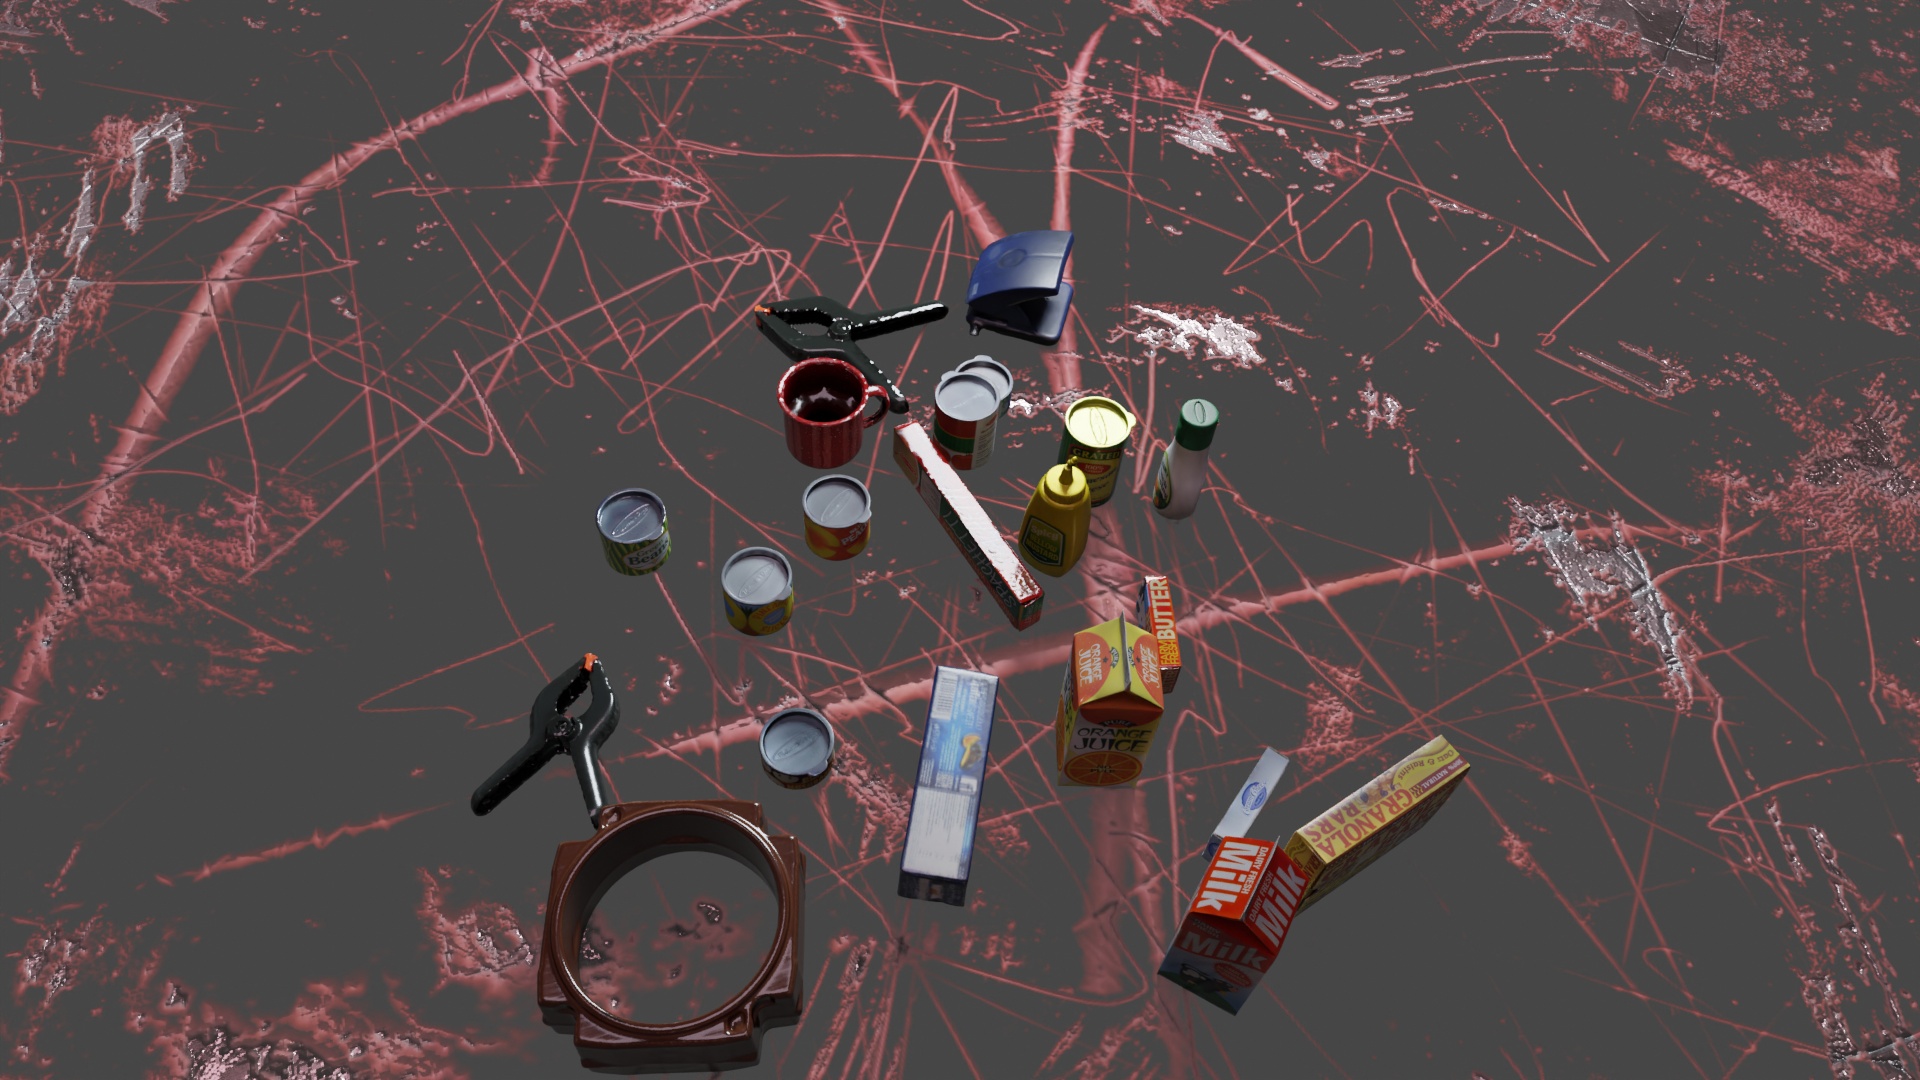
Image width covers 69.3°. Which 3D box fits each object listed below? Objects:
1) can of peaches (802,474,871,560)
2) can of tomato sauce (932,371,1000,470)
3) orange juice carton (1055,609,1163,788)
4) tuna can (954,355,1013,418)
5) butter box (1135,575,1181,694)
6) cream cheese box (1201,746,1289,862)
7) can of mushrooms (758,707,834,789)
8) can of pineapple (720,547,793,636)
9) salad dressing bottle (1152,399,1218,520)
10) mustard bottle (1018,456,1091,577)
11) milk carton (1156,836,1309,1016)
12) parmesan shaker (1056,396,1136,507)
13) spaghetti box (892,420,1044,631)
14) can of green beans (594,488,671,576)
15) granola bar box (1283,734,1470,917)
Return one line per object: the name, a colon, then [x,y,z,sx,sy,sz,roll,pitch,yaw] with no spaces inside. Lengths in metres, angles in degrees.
can of peaches: [-0.120,-0.021,1.372,0.071,0.057,0.071,2,54,-3]
can of tomato sauce: [0.003,-0.124,1.441,0.071,0.082,0.071,2,54,-3]
orange juice carton: [0.128,0.139,1.192,0.073,0.191,0.072,2,54,-2]
tuna can: [0.023,-0.164,1.503,0.071,0.032,0.071,2,54,-3]
butter box: [0.187,0.090,1.318,0.024,0.052,0.104,0,54,-4]
cream cheese box: [0.250,0.235,1.217,0.024,0.053,0.104,31,58,17]
can of mushrooms: [-0.144,0.187,1.234,0.071,0.033,0.071,2,54,-3]
can of pineapple: [-0.191,0.050,1.315,0.071,0.057,0.071,2,54,-3]
salad dressing bottle: [0.225,-0.080,1.386,0.044,0.146,0.064,1,54,-4]
mustard bottle: [0.093,-0.028,1.331,0.065,0.159,0.049,29,57,16]
milk carton: [0.215,0.296,1.085,0.073,0.189,0.073,26,57,14]
parmesan shaker: [0.136,-0.088,1.412,0.071,0.102,0.071,2,54,-3]
spaghetti box: [0.005,-0.017,1.384,0.029,0.050,0.251,-24,59,-20]
can of green beans: [-0.317,-0.007,1.348,0.071,0.057,0.071,2,54,-3]
granola bar box: [0.341,0.244,1.173,0.166,0.123,0.039,-27,60,-21]
